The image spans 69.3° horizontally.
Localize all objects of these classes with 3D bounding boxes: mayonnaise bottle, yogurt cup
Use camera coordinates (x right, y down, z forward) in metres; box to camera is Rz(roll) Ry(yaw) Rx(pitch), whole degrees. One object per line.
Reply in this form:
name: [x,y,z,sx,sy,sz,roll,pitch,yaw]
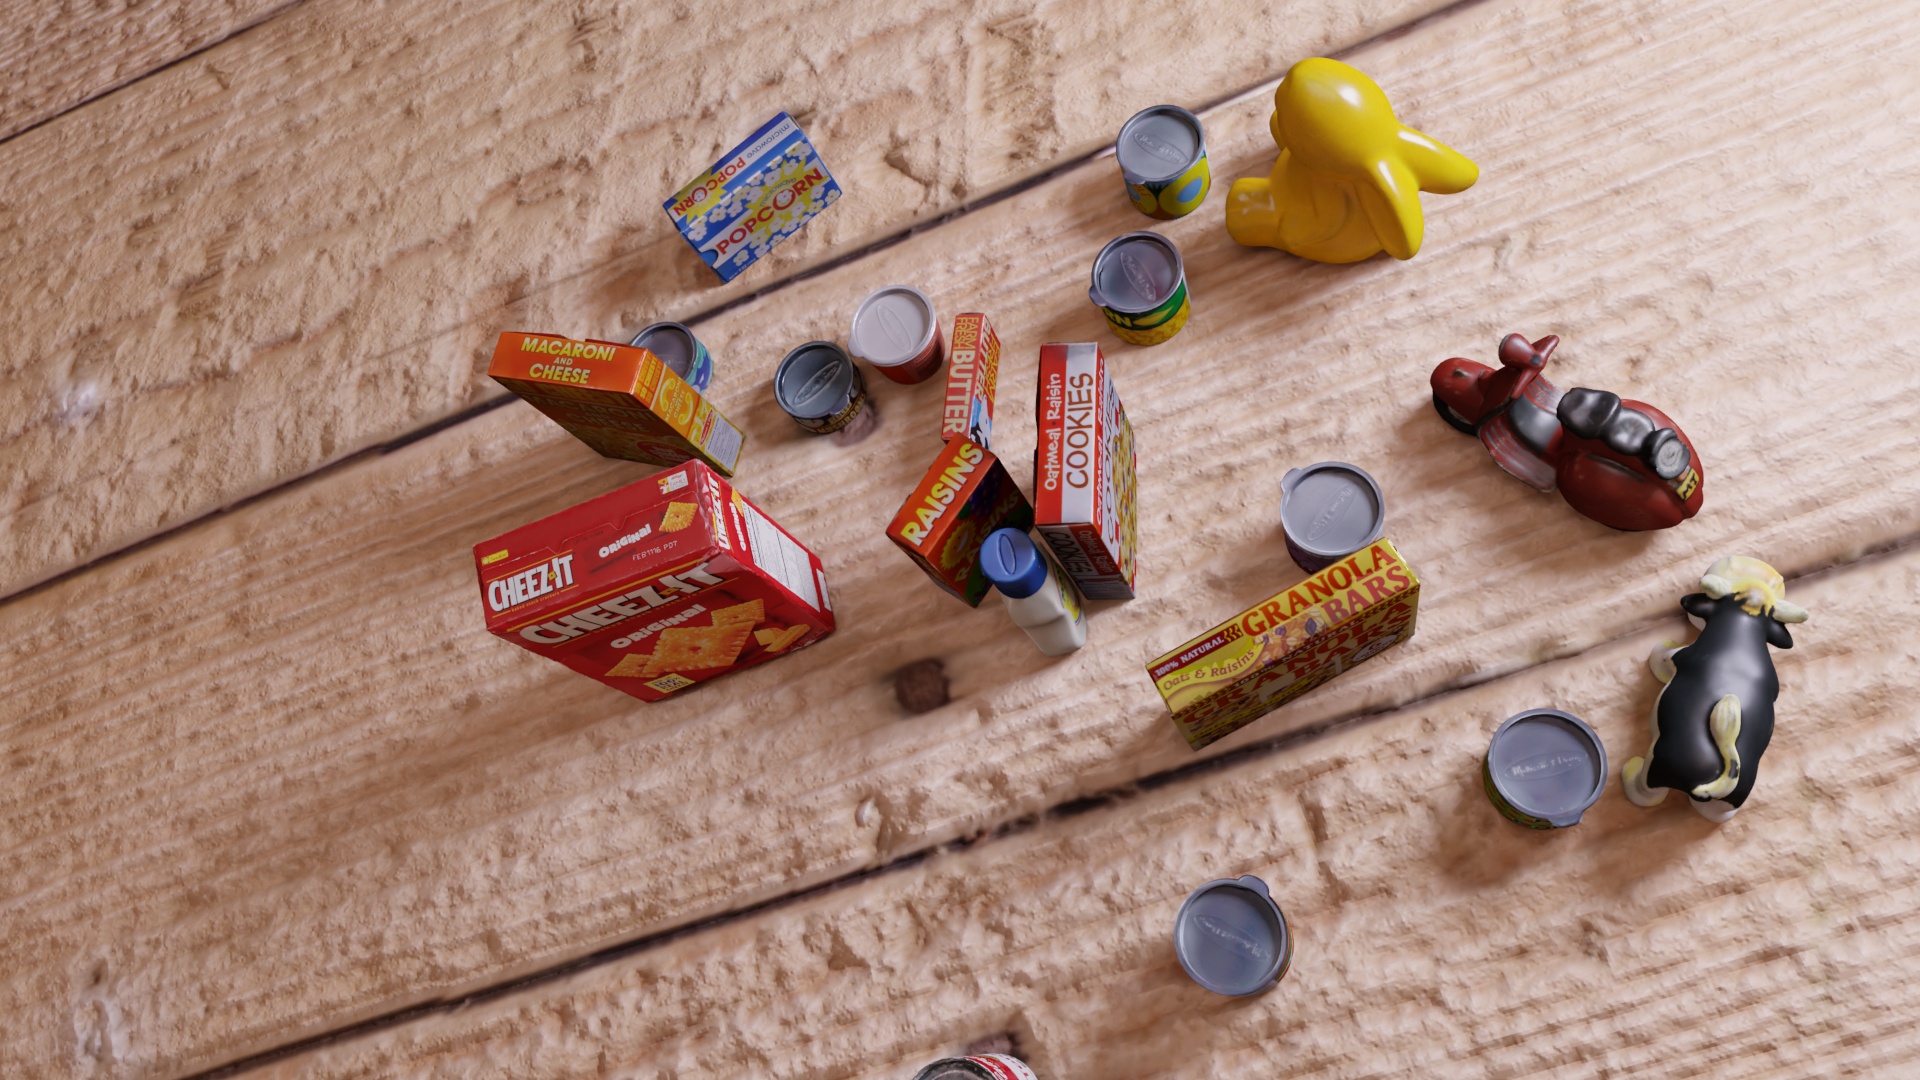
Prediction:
mayonnaise bottle: [0.049,0.032,0.922,0.041,0.147,0.065,-17,68,10]
yogurt cup: [-0.045,-0.155,1.066,0.072,0.054,0.072,-5,70,15]

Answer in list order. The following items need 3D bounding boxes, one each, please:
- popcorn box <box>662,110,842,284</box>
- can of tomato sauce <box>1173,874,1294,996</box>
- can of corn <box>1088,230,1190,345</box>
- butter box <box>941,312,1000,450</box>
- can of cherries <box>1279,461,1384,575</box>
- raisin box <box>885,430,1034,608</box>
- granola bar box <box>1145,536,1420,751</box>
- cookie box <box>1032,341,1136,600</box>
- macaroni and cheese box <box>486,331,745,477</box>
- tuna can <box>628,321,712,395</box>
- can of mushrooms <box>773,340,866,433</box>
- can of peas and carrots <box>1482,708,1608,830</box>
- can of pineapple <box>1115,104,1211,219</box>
popcorn box: [-0.167,-0.277,1.127,0.127,0.085,0.038,-38,66,1]
can of tomato sauce: [0.169,0.242,0.849,0.071,0.083,0.071,-5,70,15]
can of corn: [0.132,-0.183,1.022,0.071,0.058,0.071,-5,70,15]
butter box: [0.008,-0.113,1.036,0.024,0.053,0.104,1,72,17]
can of cherries: [0.247,-0.014,0.929,0.071,0.058,0.071,-5,70,15]
raisin box: [0.003,-0.012,0.964,0.040,0.123,0.086,33,83,23]
granola bar box: [0.205,0.068,0.877,0.165,0.124,0.039,-29,66,5]
cookie box: [0.086,-0.042,0.926,0.040,0.167,0.123,-3,71,16]
macaroni and cheese box: [-0.255,-0.102,1.047,0.124,0.166,0.040,9,75,19]
tuna can: [-0.238,-0.139,1.129,0.071,0.032,0.071,-5,70,15]
can of mushrooms: [-0.108,-0.118,1.083,0.071,0.033,0.071,-5,70,15]
can of peas and carrots: [0.354,0.142,0.843,0.071,0.058,0.071,-5,70,15]
can of pineapple: [0.153,-0.284,1.051,0.071,0.057,0.071,-5,70,15]
